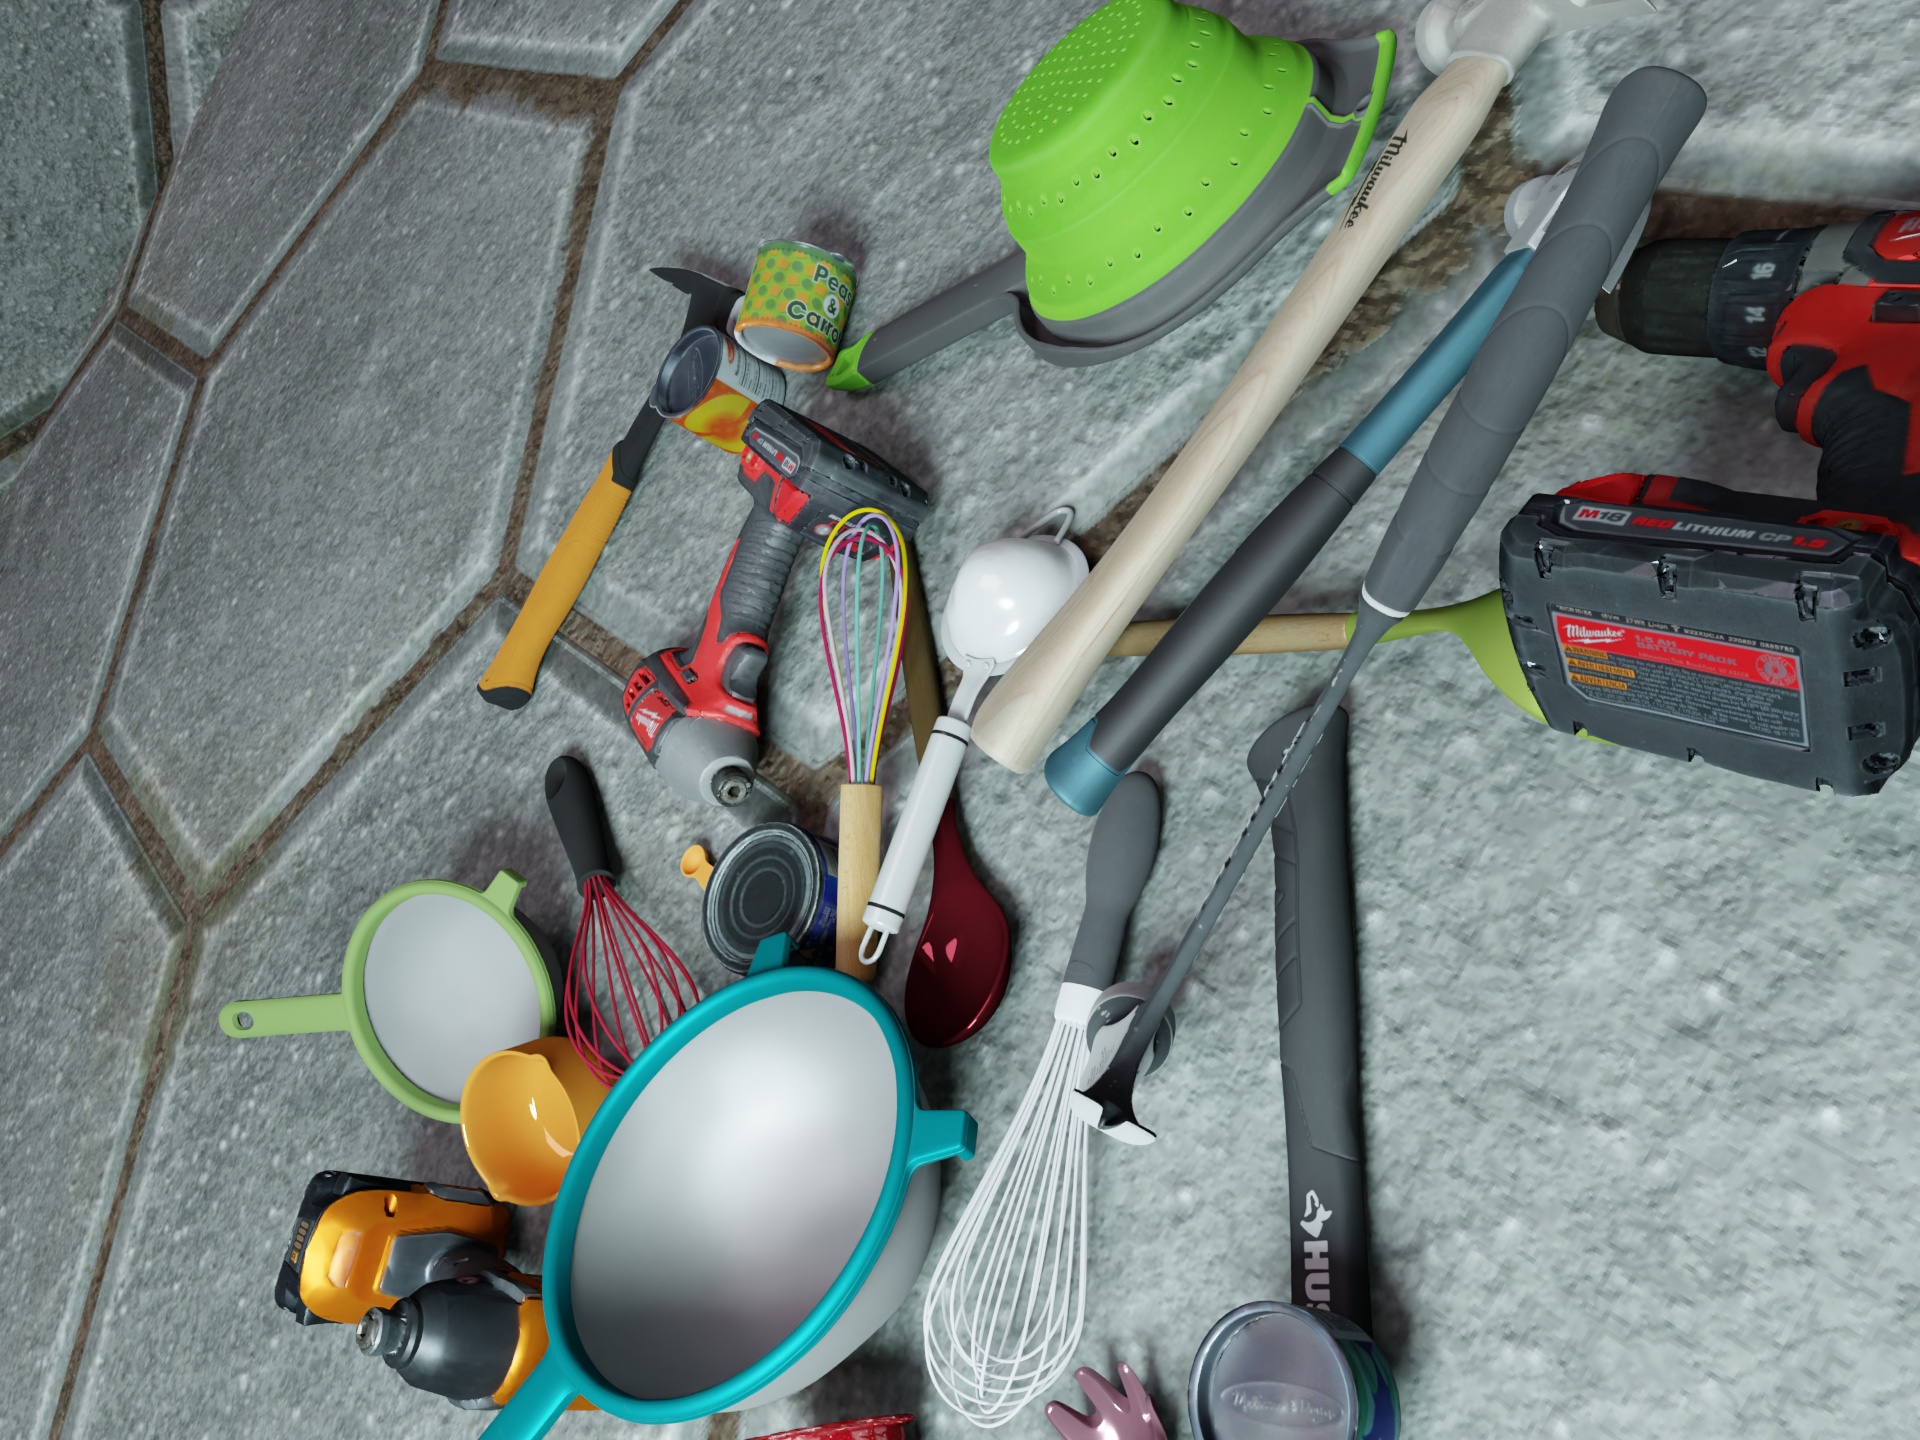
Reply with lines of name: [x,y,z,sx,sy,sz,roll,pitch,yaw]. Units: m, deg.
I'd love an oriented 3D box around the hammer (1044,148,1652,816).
hammer: [0.150,-0.093,0.641,0.331,0.033,0.128,-49,6,8]

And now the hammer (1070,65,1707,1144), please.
hammer: [0.140,-0.029,0.557,0.036,0.149,0.409,28,102,7]

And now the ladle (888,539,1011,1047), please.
ladle: [-0.015,0.021,0.820,0.069,0.031,0.316,-33,50,31]

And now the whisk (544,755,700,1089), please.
whisk: [-0.214,0.111,0.948,0.073,0.073,0.296,-50,39,15]

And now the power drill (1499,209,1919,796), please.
power drill: [0.264,-0.093,0.523,0.188,0.080,0.227,18,56,45]

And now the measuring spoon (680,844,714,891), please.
measuring spoon: [-0.125,0.105,0.900,0.117,0.011,0.021,36,93,42]

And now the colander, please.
colander: [0.028,-0.265,0.827,0.397,0.094,0.205,-13,47,48]

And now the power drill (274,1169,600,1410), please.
power drill: [-0.273,0.301,0.839,0.226,0.164,0.084,2,73,46]

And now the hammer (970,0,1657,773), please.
hammer: [0.135,-0.147,0.697,0.410,0.038,0.146,-55,18,8]

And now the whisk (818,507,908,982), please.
whisk: [-0.053,0.011,0.822,0.047,0.051,0.245,1,86,0]

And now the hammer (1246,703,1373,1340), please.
hammer: [0.143,0.151,0.606,0.146,0.035,0.335,-17,61,39]

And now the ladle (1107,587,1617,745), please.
ladle: [0.149,-0.026,0.675,0.320,0.078,0.062,1,111,52]

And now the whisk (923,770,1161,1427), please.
whisk: [0.045,0.155,0.685,0.070,0.070,0.285,1,68,44]

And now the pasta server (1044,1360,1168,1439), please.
pasta server: [-0.023,0.383,0.610,0.316,0.040,0.060,-49,26,-3]

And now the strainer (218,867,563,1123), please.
strainer: [-0.347,0.173,1.000,0.256,0.069,0.151,-8,95,22]

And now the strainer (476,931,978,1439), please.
strainer: [-0.124,0.275,0.725,0.340,0.095,0.211,-50,37,-6]

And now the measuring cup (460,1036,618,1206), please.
measuring cup: [-0.197,0.241,0.882,0.174,0.052,0.095,27,107,21]

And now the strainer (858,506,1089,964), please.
strainer: [-0.001,-0.002,0.782,0.087,0.050,0.258,8,72,41]

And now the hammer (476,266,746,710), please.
hammer: [-0.252,-0.161,1.122,0.127,0.034,0.337,34,96,45]

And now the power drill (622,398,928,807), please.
power drill: [-0.114,-0.059,0.904,0.219,0.078,0.143,-61,34,11]
